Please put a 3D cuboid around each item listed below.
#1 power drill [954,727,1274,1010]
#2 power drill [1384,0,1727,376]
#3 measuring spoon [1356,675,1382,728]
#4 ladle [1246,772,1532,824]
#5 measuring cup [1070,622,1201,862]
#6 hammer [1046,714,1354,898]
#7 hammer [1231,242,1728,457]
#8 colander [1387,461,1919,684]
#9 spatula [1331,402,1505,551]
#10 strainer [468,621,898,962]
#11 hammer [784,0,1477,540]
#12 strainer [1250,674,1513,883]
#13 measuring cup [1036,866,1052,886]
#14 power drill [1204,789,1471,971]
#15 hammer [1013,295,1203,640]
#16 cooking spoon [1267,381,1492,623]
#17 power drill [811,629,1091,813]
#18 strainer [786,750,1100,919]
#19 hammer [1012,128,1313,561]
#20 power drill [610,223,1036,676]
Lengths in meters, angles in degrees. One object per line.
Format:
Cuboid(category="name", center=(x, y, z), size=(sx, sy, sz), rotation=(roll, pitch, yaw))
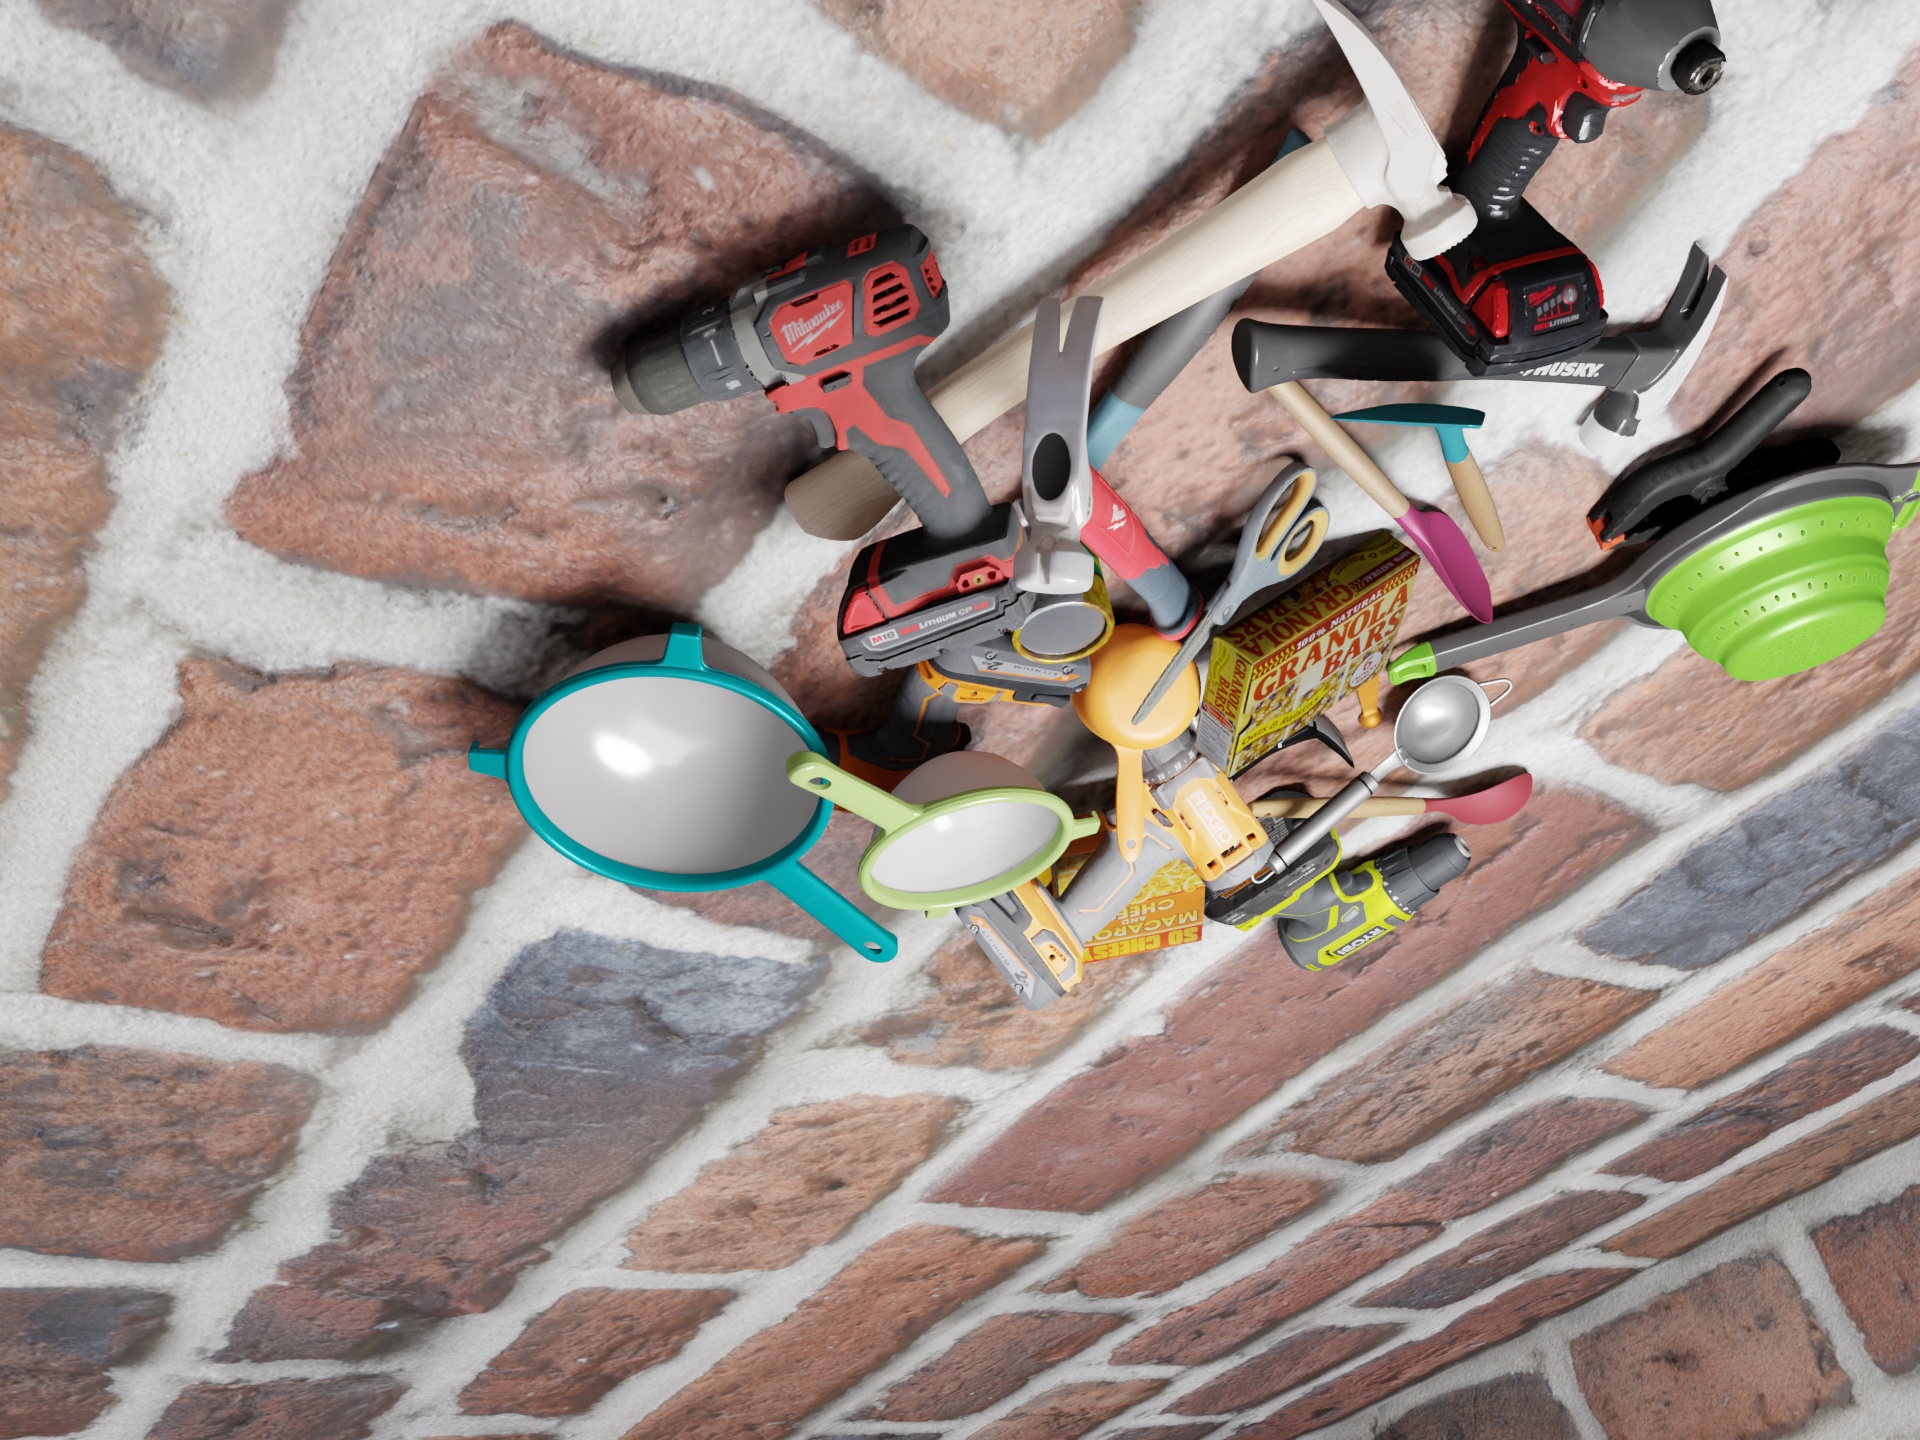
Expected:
Cuboid(category="power drill", center=(0.098, 0.087, 1.190), size=(0.226, 0.084, 0.185), rotation=(-35, 106, 1))
Cuboid(category="power drill", center=(0.300, -0.290, 0.804), size=(0.078, 0.143, 0.219), rotation=(-17, 146, -15))
Cuboid(category="measuring spoon", center=(0.321, -0.027, 1.249), size=(0.021, 0.011, 0.116), rotation=(-18, 142, 4))
Cuboid(category="ladle", center=(0.369, 0.071, 1.343), size=(0.315, 0.031, 0.069), rotation=(0, 143, -29))
Cuboid(category="measuring cup", center=(0.126, 0.019, 1.123), size=(0.095, 0.052, 0.173), rotation=(-1, 96, -8))
Cuboid(category="hammer", center=(0.166, 0.091, 1.329), size=(0.127, 0.034, 0.337), rotation=(25, 128, -38))
Cuboid(category="hammer", center=(0.310, -0.222, 0.956), size=(0.334, 0.035, 0.146), rotation=(-4, 142, -23))
Cuboid(category="colander", center=(0.521, -0.067, 1.173), size=(0.397, 0.095, 0.204), rotation=(-19, 155, 12))
Cuboid(category="spatula", center=(0.314, -0.150, 1.006), size=(0.082, 0.044, 0.317), rotation=(9, 172, 28))
Cuboid(category="strainer", center=(-0.150, 0.050, 1.093), size=(0.211, 0.095, 0.340), rotation=(-27, 130, 23))
Cuboid(category="hammer", center=(0.060, -0.222, 0.875), size=(0.410, 0.038, 0.146), rotation=(-28, 112, 25))
Cuboid(category="strainer", center=(0.327, 0.043, 1.264), size=(0.258, 0.050, 0.086), rotation=(-39, 118, -6))
Cuboid(category="measuring cup", center=(0.038, 0.083, 1.292), size=(0.062, 0.029, 0.156), rotation=(-16, 131, 1))
Cuboid(category="power drill", center=(0.329, 0.139, 1.411), size=(0.190, 0.080, 0.228), rotation=(-38, 139, 27))
Cuboid(category="hammer", center=(0.098, -0.117, 0.927), size=(0.038, 0.143, 0.386), rotation=(3, 176, 17))
Cuboid(category="cooking spoon", center=(0.277, -0.153, 1.049), size=(0.017, 0.069, 0.318), rotation=(-21, 140, 37))
Cuboid(category="power drill", center=(-0.002, -0.004, 1.119), size=(0.164, 0.084, 0.226), rotation=(9, 141, -28))
Cuboid(category="strainer", center=(-0.032, 0.049, 1.047), size=(0.151, 0.069, 0.256), rotation=(-32, 145, 22))
Cuboid(category="hammer", center=(0.109, -0.202, 0.942), size=(0.128, 0.033, 0.331), rotation=(11, 135, -31))
Cuboid(category="power drill", center=(-0.069, -0.141, 0.878), size=(0.188, 0.080, 0.226), rotation=(-17, 118, 15))
